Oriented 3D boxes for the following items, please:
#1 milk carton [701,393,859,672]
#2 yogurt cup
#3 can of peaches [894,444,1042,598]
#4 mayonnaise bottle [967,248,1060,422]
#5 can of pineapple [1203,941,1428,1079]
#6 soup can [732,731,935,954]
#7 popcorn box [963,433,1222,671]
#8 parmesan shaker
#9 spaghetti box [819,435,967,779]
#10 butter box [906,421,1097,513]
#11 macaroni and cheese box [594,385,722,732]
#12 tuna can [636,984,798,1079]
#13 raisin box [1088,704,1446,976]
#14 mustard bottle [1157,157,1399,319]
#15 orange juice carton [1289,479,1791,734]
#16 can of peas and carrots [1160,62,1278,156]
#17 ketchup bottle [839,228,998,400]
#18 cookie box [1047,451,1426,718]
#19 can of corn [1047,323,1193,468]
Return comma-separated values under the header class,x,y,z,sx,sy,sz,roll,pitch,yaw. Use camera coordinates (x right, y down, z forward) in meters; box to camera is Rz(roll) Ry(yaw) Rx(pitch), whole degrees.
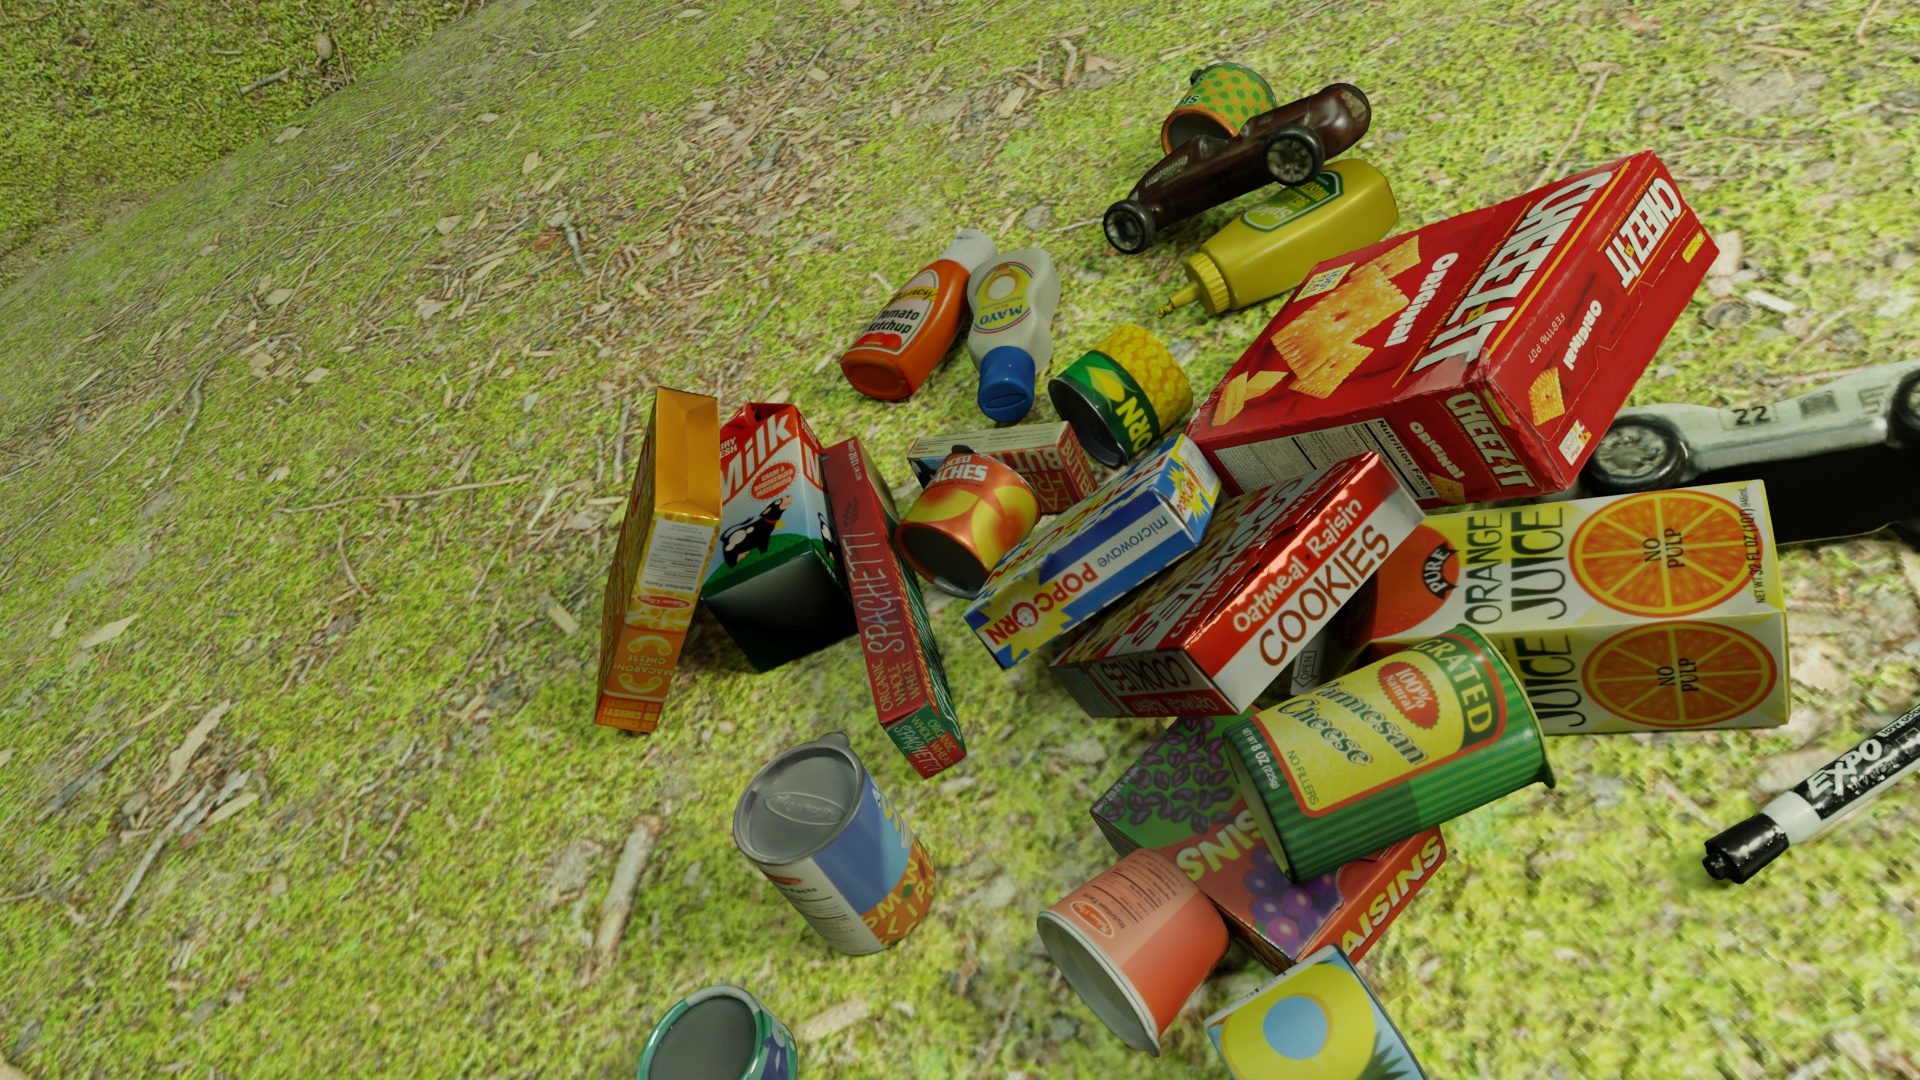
class,x,y,z,sx,sy,sz,roll,pitch,yaw
milk carton,-0.115,-0.017,0.873,0.073,0.072,0.191,-24,39,9
yogurt cup,0.072,0.163,0.567,0.054,0.072,0.072,-36,38,-20
can of peaches,0.003,-0.010,0.792,0.071,0.071,0.058,9,54,39
mayonnaise bottle,0.034,-0.139,0.937,0.064,0.041,0.149,-14,41,17
can of pineapple,0.129,0.190,0.498,0.058,0.070,0.071,-31,38,0
soup can,-0.056,0.143,0.652,0.071,0.083,0.072,-17,40,15
popcorn box,0.068,0.005,0.705,0.126,0.038,0.085,-36,8,27
parmesan shaker,0.161,0.084,0.532,0.103,0.071,0.071,-24,39,0
spaghetti box,-0.043,0.029,0.795,0.028,0.050,0.251,-27,39,6
butter box,0.024,-0.040,0.826,0.103,0.053,0.024,-4,43,29
macaroni and cheese box,-0.180,0.012,0.825,0.040,0.165,0.124,11,36,-19
tuna can,-0.110,0.238,0.623,0.071,0.032,0.071,-18,40,15
raisin box,0.129,0.124,0.592,0.086,0.040,0.123,-42,41,-15
mustard bottle,0.194,-0.183,0.877,0.160,0.048,0.065,-30,32,0
orange juice carton,0.239,0.034,0.593,0.192,0.072,0.072,-7,44,27
can of peas and carrots,0.183,-0.299,0.995,0.071,0.070,0.059,11,54,40
ketchup bottle,-0.023,-0.165,1.000,0.065,0.043,0.149,8,52,38
cookie box,0.118,0.025,0.635,0.123,0.040,0.167,-43,5,-16
can of corn,0.096,-0.084,0.819,0.058,0.071,0.071,-38,39,-10
